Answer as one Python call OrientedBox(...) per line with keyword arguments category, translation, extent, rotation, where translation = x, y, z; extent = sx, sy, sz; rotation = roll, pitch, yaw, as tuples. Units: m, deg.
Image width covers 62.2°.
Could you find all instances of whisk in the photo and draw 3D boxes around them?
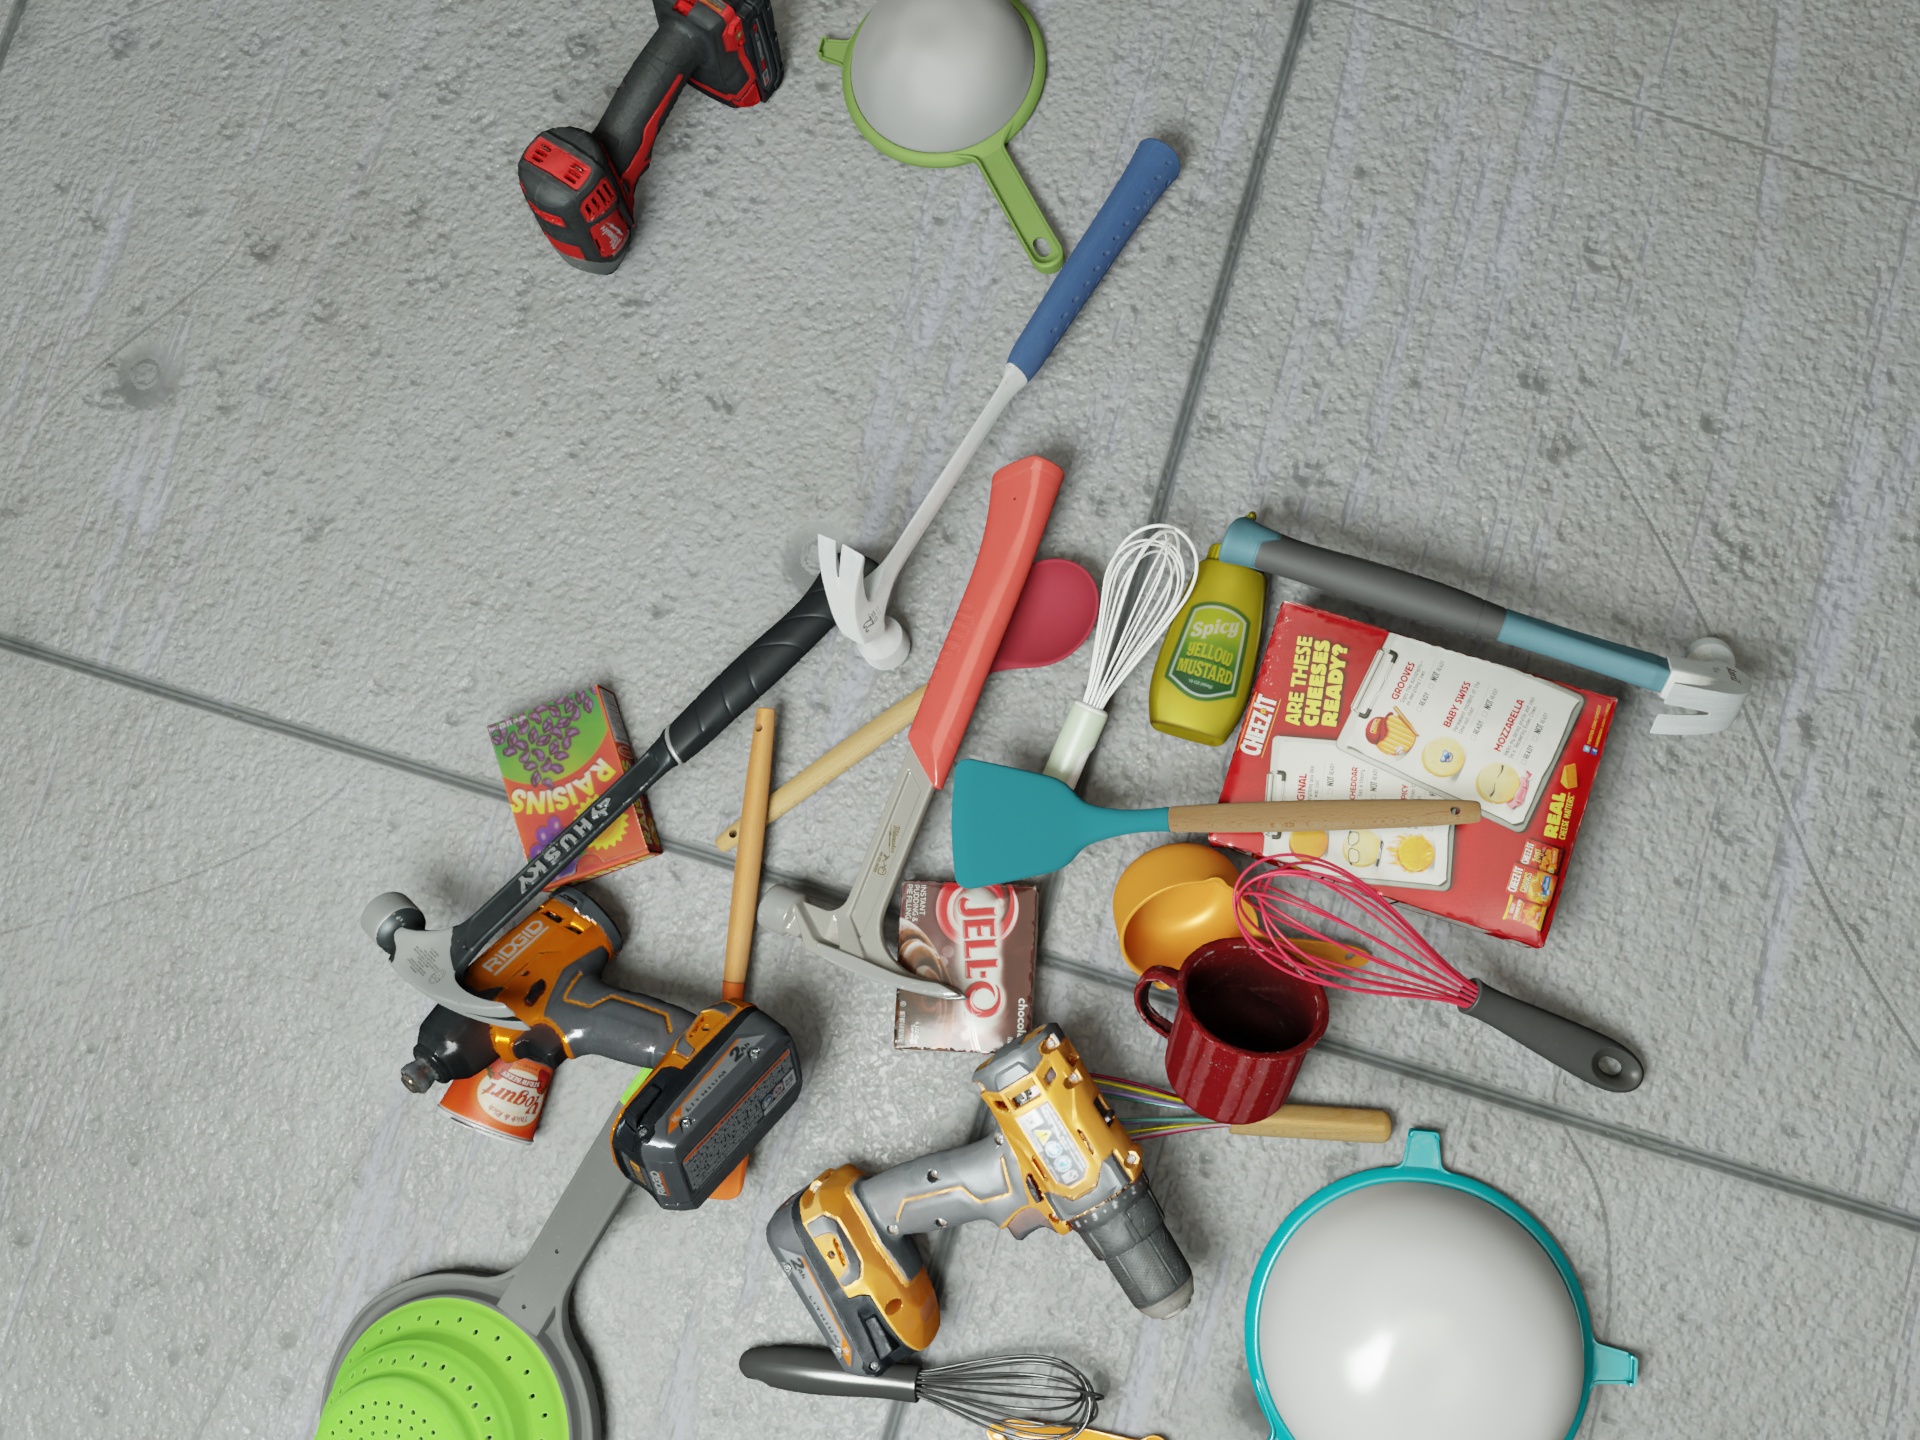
OrientedBox(category="whisk", translation=(0.090, -0.015, 1.051), extent=(0.059, 0.057, 0.246), rotation=(26, 96, 22))
OrientedBox(category="whisk", translation=(-0.027, 0.422, 1.013), extent=(0.239, 0.055, 0.055), rotation=(2, 82, 13))
OrientedBox(category="whisk", translation=(0.294, 0.160, 0.970), extent=(0.295, 0.073, 0.073), rotation=(26, 85, -10))
OrientedBox(category="whisk", translation=(0.150, 0.254, 1.016), extent=(0.245, 0.051, 0.047), rotation=(3, 86, 3))

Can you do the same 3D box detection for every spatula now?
OrientedBox(category="spatula", translation=(0.152, 0.060, 0.973), extent=(0.317, 0.044, 0.082), rotation=(-3, 78, 17))
OrientedBox(category="spatula", translation=(-0.153, 0.151, 1.063), extent=(0.081, 0.041, 0.322), rotation=(5, 86, 27))

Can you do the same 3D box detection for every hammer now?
OrientedBox(category="hammer", translation=(0.032, -0.228, 1.072), extent=(0.035, 0.144, 0.405), rotation=(28, 79, 21))
OrientedBox(category="hammer", translation=(-0.002, -0.003, 1.044), extent=(0.149, 0.036, 0.359), rotation=(20, 83, 19))
OrientedBox(category="hammer", translation=(-0.199, 0.031, 1.045), extent=(0.409, 0.036, 0.149), rotation=(-45, 52, -16))
OrientedBox(category="hammer", translation=(0.324, -0.065, 0.995), extent=(0.331, 0.128, 0.033), rotation=(19, 116, 9))

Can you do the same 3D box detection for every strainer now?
OrientedBox(category="strainer", translation=(0.230, 0.421, 0.950), extent=(0.340, 0.095, 0.211), rotation=(-41, 79, -1))
OrientedBox(category="strainer", translation=(0.007, -0.433, 1.124), extent=(0.151, 0.069, 0.256), rotation=(-27, 77, 3))

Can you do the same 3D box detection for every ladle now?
OrientedBox(category="ladle", translation=(-0.039, -0.004, 1.087), extent=(0.315, 0.031, 0.069), rotation=(-35, 75, 3))

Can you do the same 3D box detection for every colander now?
OrientedBox(category="colander", translation=(-0.299, 0.394, 1.011), extent=(0.204, 0.094, 0.397), rotation=(31, 91, 14))

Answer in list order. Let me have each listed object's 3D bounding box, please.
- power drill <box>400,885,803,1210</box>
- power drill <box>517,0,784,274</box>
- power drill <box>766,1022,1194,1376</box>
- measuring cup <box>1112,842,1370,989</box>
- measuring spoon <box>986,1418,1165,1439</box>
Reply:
OrientedBox(category="power drill", translation=(-0.231, 0.209, 0.998), extent=(0.227, 0.084, 0.164), rotation=(24, 50, 29))
OrientedBox(category="power drill", translation=(-0.220, -0.418, 1.124), extent=(0.078, 0.143, 0.220), rotation=(32, 80, 7))
OrientedBox(category="power drill", translation=(0.016, 0.318, 0.980), extent=(0.226, 0.084, 0.185), rotation=(-35, 84, 15))
OrientedBox(category="measuring cup", translation=(0.180, 0.128, 1.025), extent=(0.173, 0.052, 0.095), rotation=(10, 123, -16))
OrientedBox(category="measuring spoon", translation=(0.075, 0.458, 1.011), extent=(0.117, 0.011, 0.021), rotation=(1, 80, 12))
